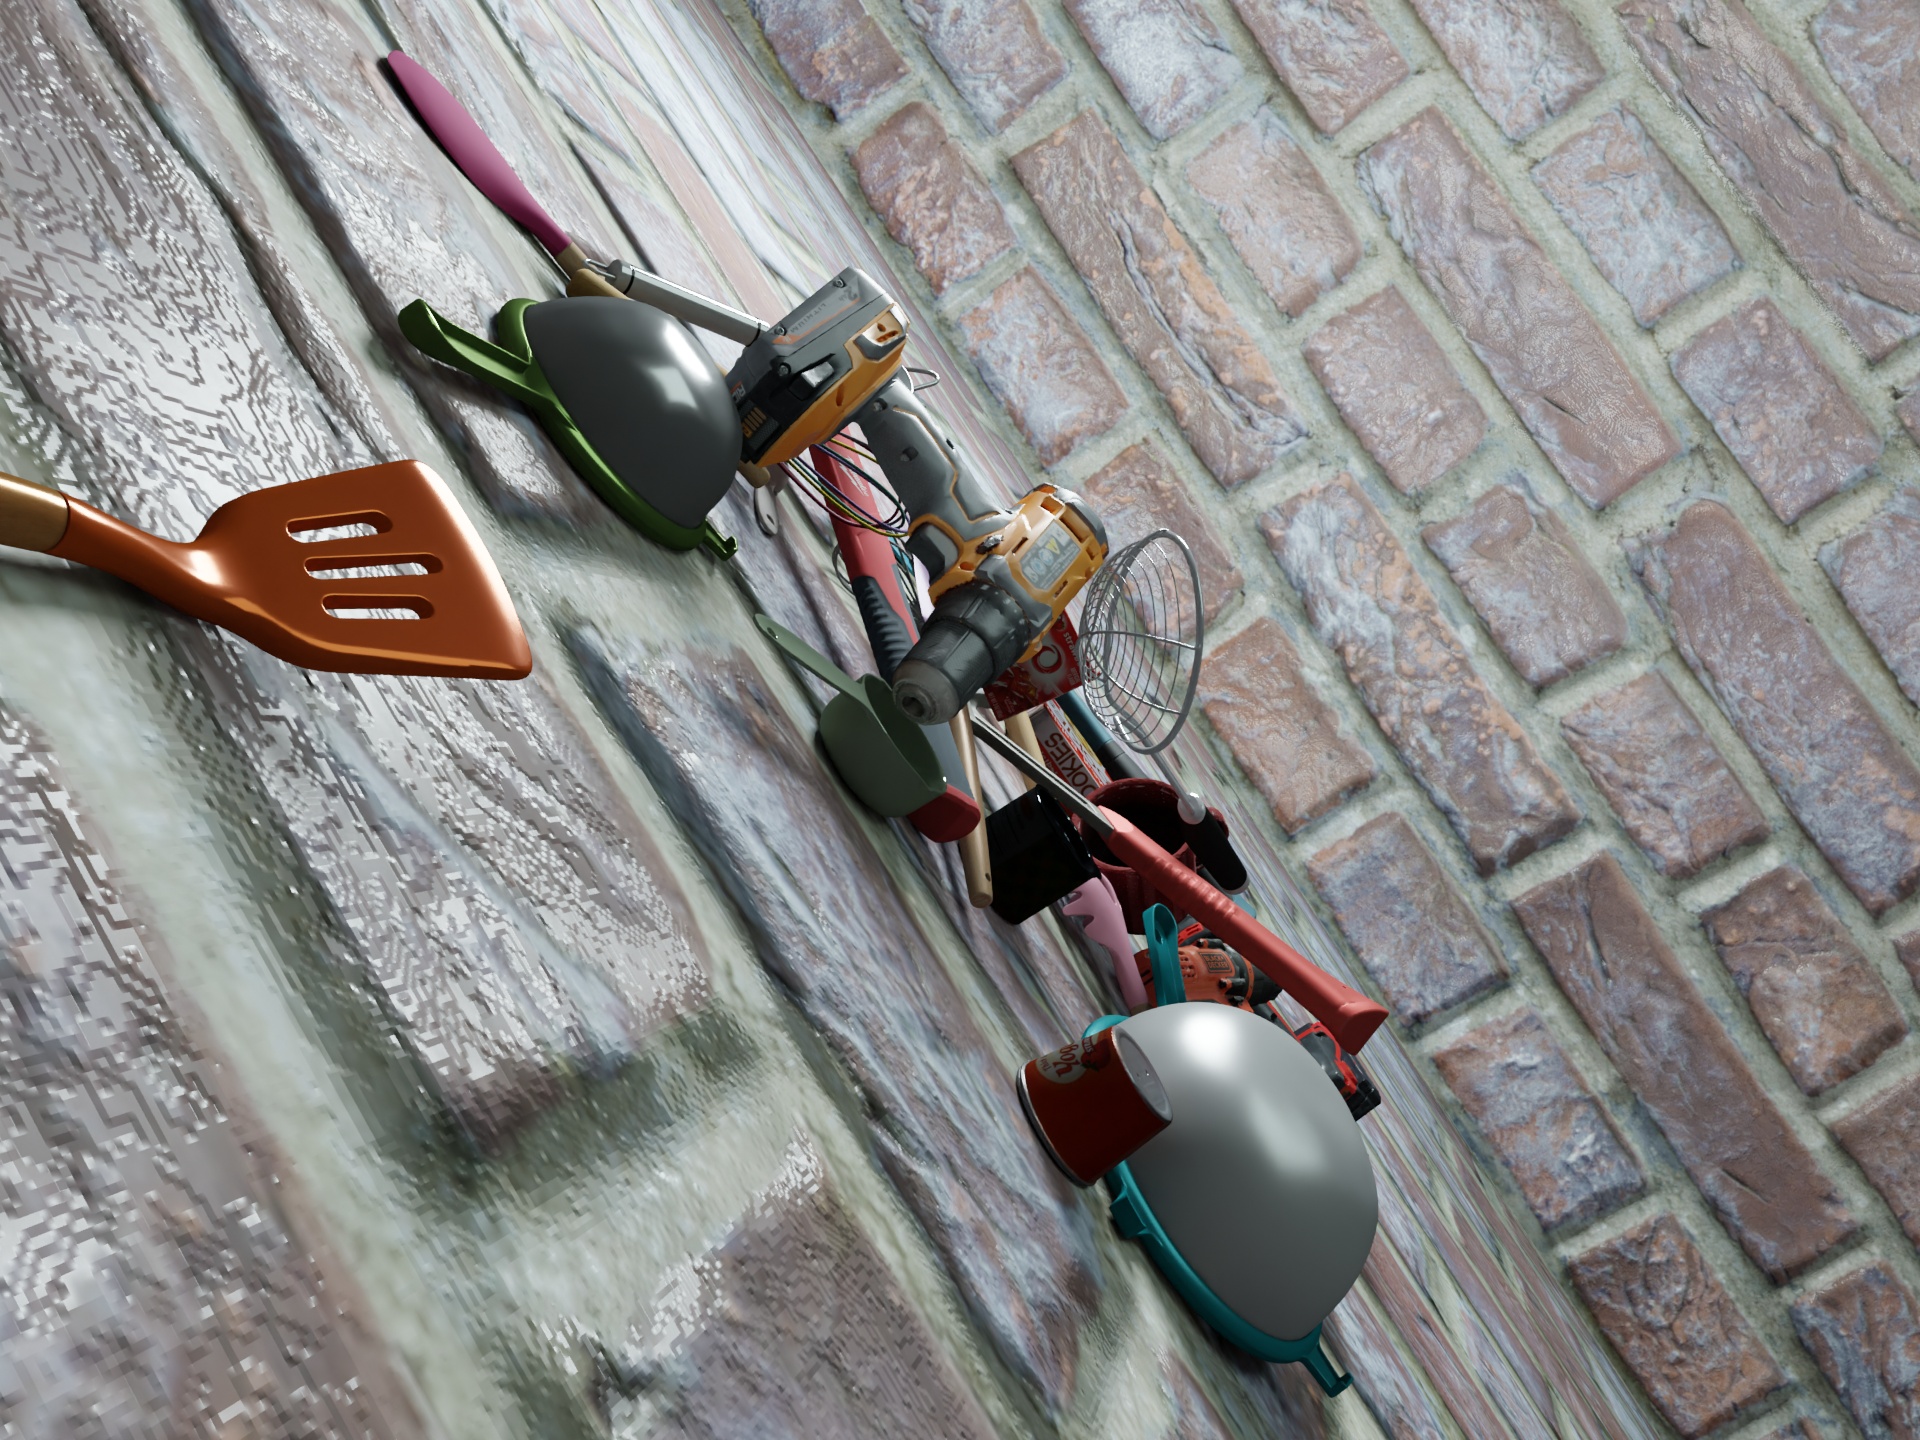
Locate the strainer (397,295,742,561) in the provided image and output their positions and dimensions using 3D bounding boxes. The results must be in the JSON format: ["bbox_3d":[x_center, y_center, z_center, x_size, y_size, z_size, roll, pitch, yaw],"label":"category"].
[{"bbox_3d":[-0.169,-0.166,0.749,0.151,0.069,0.256,58,10,9],"label":"strainer"}]

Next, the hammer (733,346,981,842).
[{"bbox_3d":[-0.042,-0.088,1.003,0.143,0.038,0.387,11,45,-36],"label":"hammer"}]

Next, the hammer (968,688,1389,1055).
[{"bbox_3d":[0.127,0.092,1.060,0.359,0.036,0.149,38,10,14],"label":"hammer"}]

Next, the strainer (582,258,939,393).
[{"bbox_3d":[-0.123,-0.239,0.997,0.258,0.050,0.087,14,38,-41],"label":"strainer"}]

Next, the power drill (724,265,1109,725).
[{"bbox_3d":[-0.035,-0.118,0.877,0.226,0.084,0.185,46,50,-9],"label":"power drill"}]

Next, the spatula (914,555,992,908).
[{"bbox_3d":[-0.002,-0.003,0.992,0.059,0.018,0.316,43,25,-34],"label":"spatula"}]

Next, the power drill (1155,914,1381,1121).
[{"bbox_3d":[0.241,0.234,1.343,0.226,0.080,0.188,49,7,-13],"label":"power drill"}]

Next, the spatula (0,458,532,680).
[{"bbox_3d":[-0.209,-0.054,0.336,0.081,0.041,0.322,60,13,15],"label":"spatula"}]

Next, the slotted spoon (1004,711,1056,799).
[{"bbox_3d":[0.034,-0.023,1.193,0.070,0.031,0.314,76,-3,-71],"label":"slotted spoon"}]

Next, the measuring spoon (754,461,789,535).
[{"bbox_3d":[-0.122,-0.151,1.039,0.034,0.018,0.124,50,13,-28],"label":"measuring spoon"}]

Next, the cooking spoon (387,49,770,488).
[{"bbox_3d":[-0.217,-0.258,0.939,0.318,0.017,0.069,50,14,-28],"label":"cooking spoon"}]

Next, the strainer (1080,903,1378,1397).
[{"bbox_3d":[0.164,0.201,0.936,0.210,0.095,0.341,43,22,-23],"label":"strainer"}]

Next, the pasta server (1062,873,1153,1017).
[{"bbox_3d":[0.117,0.210,1.011,0.060,0.040,0.317,44,20,-47],"label":"pasta server"}]

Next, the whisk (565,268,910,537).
[{"bbox_3d":[-0.124,-0.185,0.939,0.244,0.047,0.051,35,-12,-15],"label":"whisk"}]

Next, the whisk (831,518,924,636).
[{"bbox_3d":[-0.029,-0.076,1.154,0.238,0.055,0.055,48,13,-56],"label":"whisk"}]

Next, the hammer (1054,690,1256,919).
[{"bbox_3d":[0.123,0.032,1.265,0.331,0.033,0.128,53,9,10],"label":"hammer"}]

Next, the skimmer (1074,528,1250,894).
[{"bbox_3d":[0.157,0.020,1.008,0.362,0.090,0.127,51,23,-51],"label":"skimmer"}]

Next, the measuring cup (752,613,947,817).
[{"bbox_3d":[-0.066,-0.003,0.811,0.167,0.038,0.083,40,19,-48],"label":"measuring cup"}]

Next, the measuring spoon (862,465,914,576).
[{"bbox_3d":[-0.066,-0.174,1.327,0.128,0.021,0.042,53,11,-8],"label":"measuring spoon"}]
